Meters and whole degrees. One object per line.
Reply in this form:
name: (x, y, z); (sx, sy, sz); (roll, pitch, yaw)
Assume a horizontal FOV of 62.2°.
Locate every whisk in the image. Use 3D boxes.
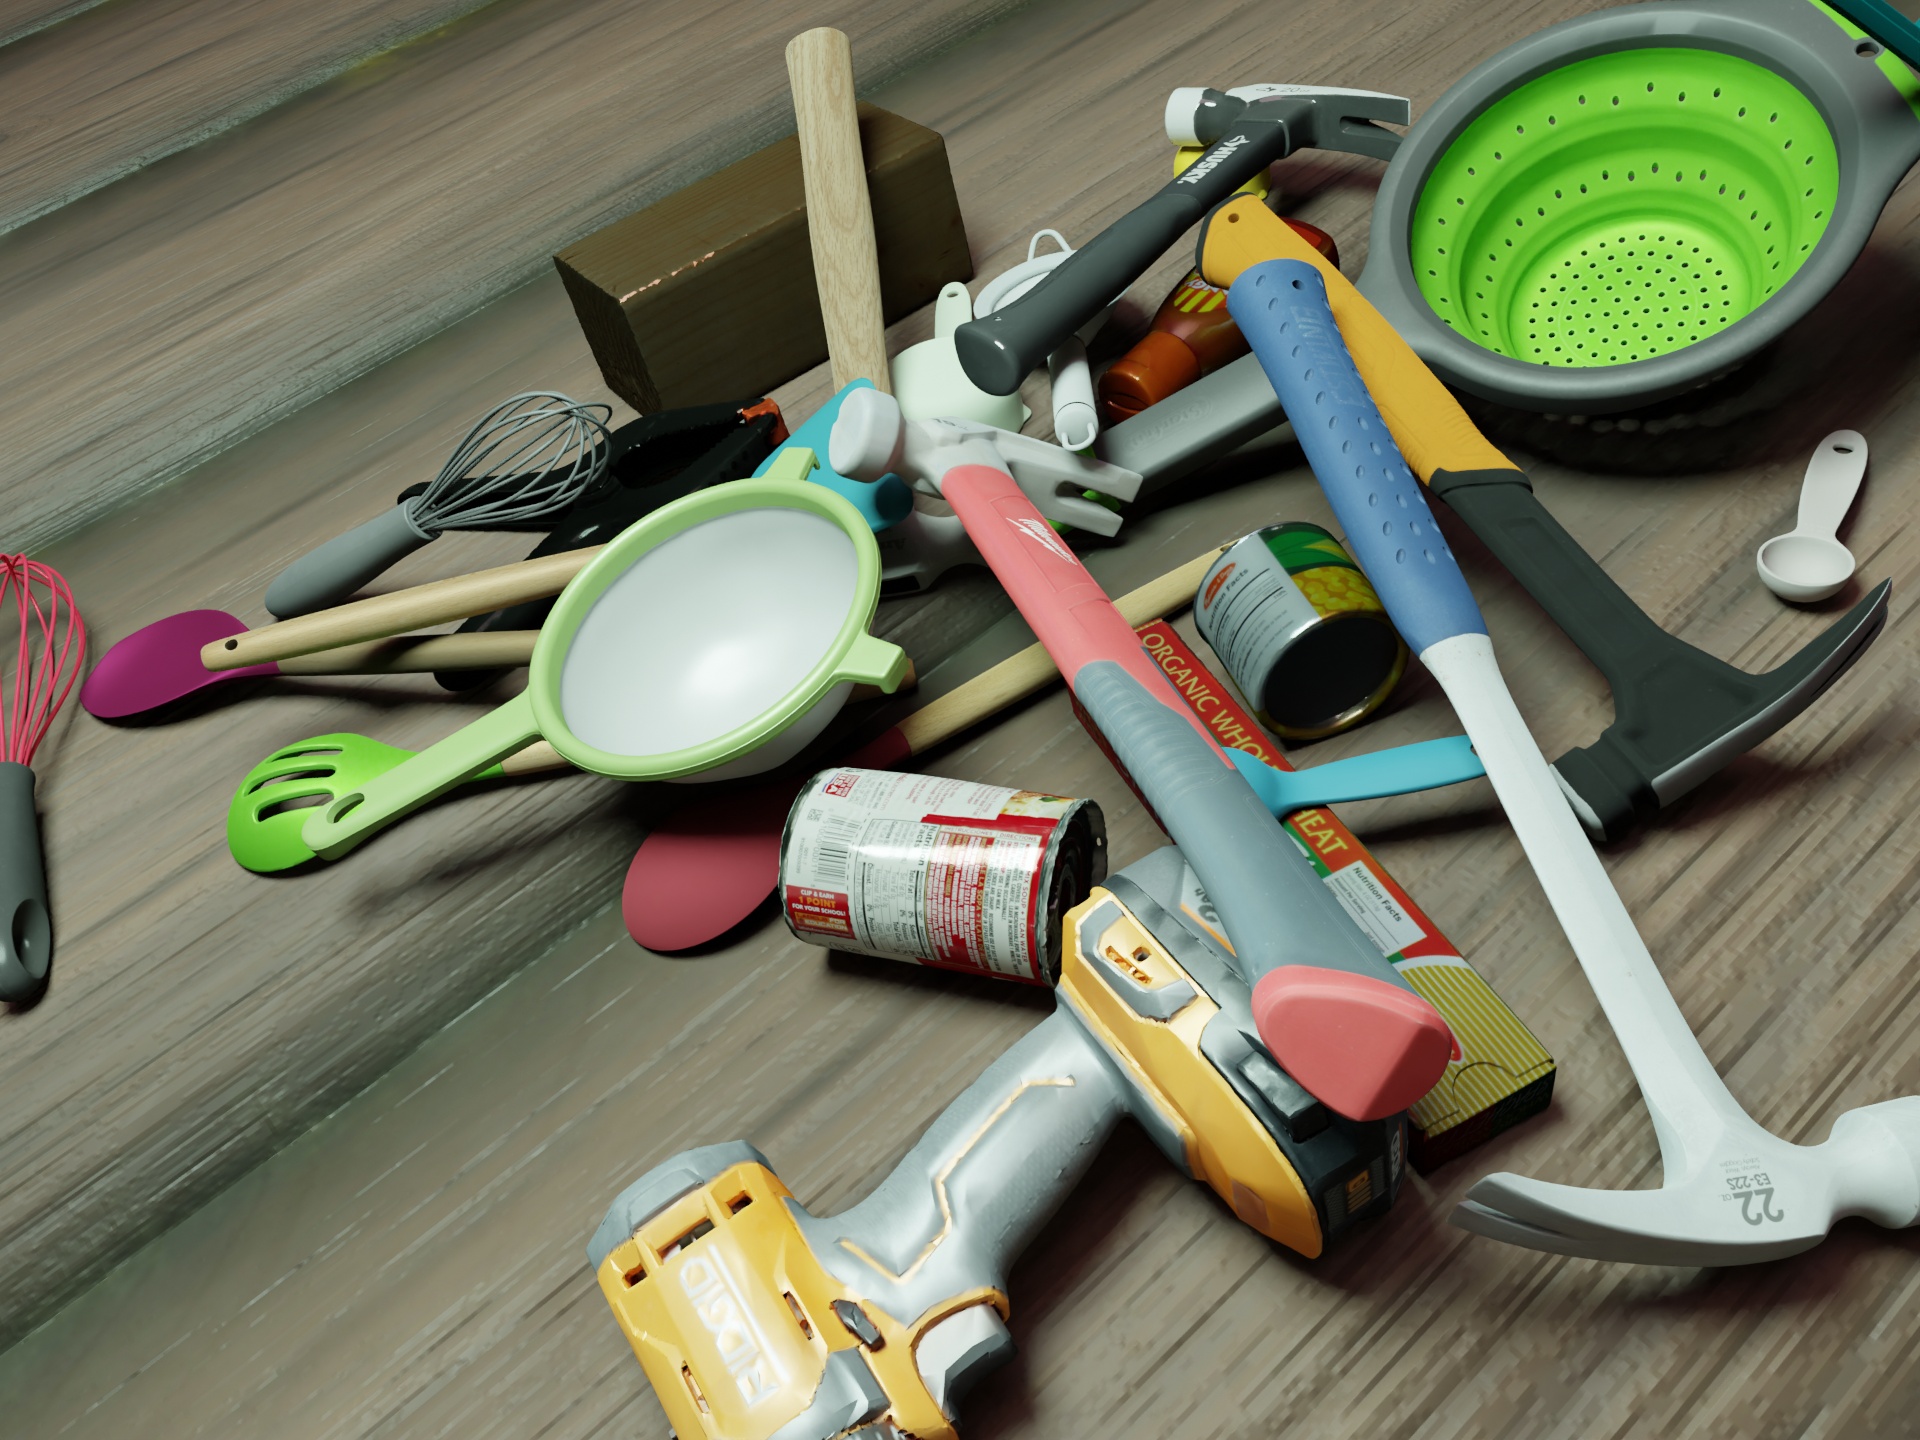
whisk: (-0.446, 0.014, 0.741); (0.073, 0.073, 0.296); (-24, 50, -9)
whisk: (-0.256, -0.098, 0.762); (0.239, 0.055, 0.055); (-22, 39, 29)

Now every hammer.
hammer: (0.065, -0.014, 0.547); (0.143, 0.038, 0.387); (11, 28, -26)
hammer: (-0.057, -0.211, 0.791); (0.130, 0.031, 0.332); (-11, 67, 6)
hammer: (0.104, -0.248, 0.792); (0.146, 0.035, 0.335); (15, 44, 31)
hammer: (0.200, -0.114, 0.636); (0.127, 0.034, 0.337); (-37, 56, 8)
hammer: (0.168, -0.016, 0.542); (0.144, 0.035, 0.406); (-8, 55, -11)

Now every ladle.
ladle: (-0.001, -0.002, 0.658); (0.315, 0.031, 0.069); (-30, 44, -17)

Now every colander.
colander: (0.224, -0.172, 0.730); (0.397, 0.094, 0.205); (-27, 58, 14)

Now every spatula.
spatula: (-0.179, -0.073, 0.704); (0.317, 0.044, 0.082); (-15, 62, -6)

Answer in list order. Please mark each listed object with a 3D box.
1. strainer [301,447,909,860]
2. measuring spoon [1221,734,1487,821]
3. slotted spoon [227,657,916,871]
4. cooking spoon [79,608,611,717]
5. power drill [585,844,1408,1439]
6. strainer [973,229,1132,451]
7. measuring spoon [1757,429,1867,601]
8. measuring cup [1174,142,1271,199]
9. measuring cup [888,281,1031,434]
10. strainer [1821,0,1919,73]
strainer: (-0.138, 0.002, 0.643); (0.256, 0.069, 0.152); (-28, 46, 3)
measuring spoon: (0.135, 0.015, 0.561); (0.128, 0.021, 0.042); (-11, 44, 5)
slotted spoon: (-0.173, 0.009, 0.692); (0.314, 0.031, 0.070); (-12, 49, 2)
cooking spoon: (-0.296, -0.029, 0.746); (0.319, 0.017, 0.069); (-2, 51, 25)
power drill: (0.025, 0.159, 0.455); (0.226, 0.084, 0.186); (-33, 49, -12)
strainer: (0.051, -0.182, 0.782); (0.087, 0.050, 0.259); (-12, 31, 8)
measuring spoon: (0.354, -0.084, 0.653); (0.034, 0.018, 0.124); (16, 45, 28)
measuring cup: (0.119, -0.297, 0.913); (0.062, 0.029, 0.156); (29, 57, 36)
measuring cup: (-0.007, -0.198, 0.843); (0.083, 0.038, 0.168); (-7, 47, 8)
strainer: (0.440, -0.260, 0.608); (0.340, 0.095, 0.211); (18, 48, -24)
